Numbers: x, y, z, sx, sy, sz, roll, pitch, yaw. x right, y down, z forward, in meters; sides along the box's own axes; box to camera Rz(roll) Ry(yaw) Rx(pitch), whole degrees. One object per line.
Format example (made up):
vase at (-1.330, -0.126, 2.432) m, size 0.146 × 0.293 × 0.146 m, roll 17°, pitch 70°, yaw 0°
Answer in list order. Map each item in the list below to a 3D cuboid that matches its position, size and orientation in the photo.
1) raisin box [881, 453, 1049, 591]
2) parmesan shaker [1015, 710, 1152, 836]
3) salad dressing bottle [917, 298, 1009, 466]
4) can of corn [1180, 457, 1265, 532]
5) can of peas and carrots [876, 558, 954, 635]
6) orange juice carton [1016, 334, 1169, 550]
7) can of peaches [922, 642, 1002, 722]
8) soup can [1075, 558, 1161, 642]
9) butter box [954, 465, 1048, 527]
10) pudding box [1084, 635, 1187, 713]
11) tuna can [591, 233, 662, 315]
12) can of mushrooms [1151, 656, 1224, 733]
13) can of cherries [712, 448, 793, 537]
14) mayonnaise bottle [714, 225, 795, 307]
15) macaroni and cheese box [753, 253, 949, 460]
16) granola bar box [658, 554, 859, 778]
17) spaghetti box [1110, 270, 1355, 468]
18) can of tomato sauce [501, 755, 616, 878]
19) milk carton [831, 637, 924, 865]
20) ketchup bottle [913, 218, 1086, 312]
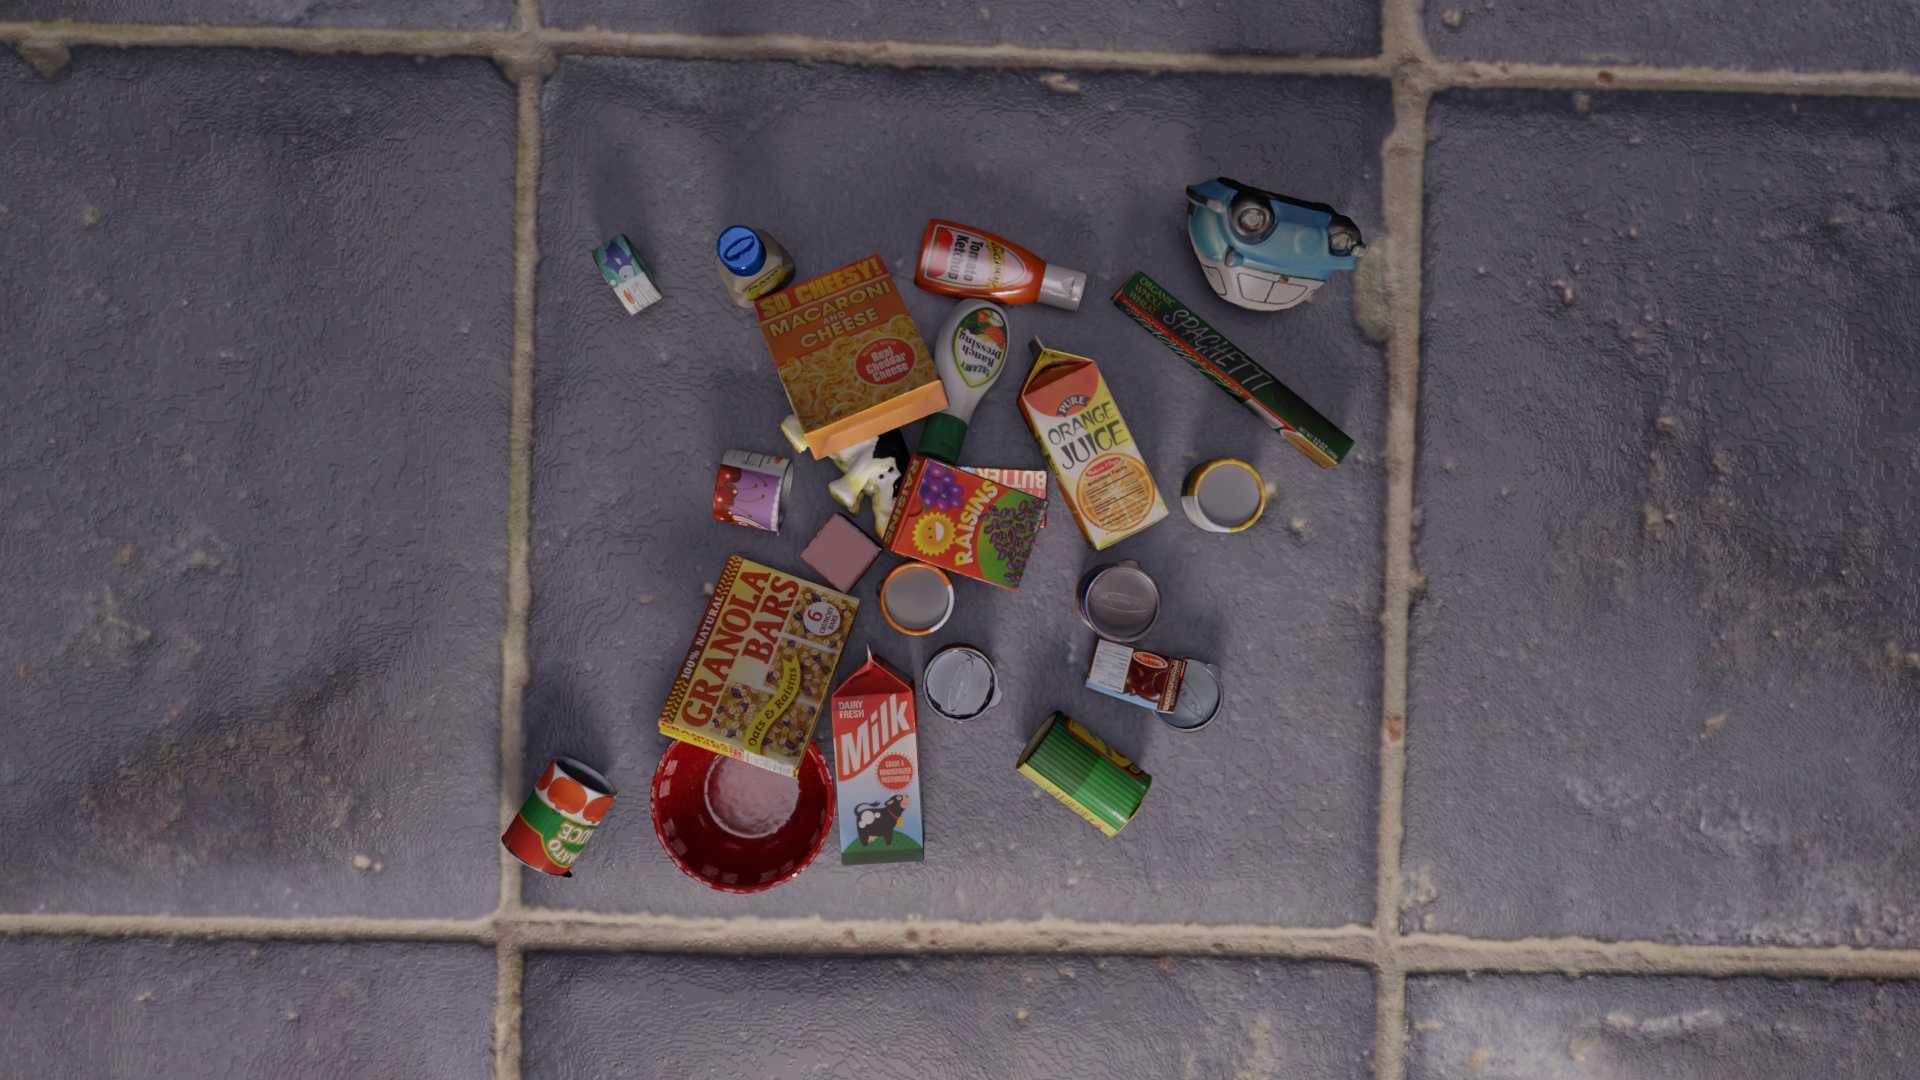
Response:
raisin box at (0.004, -0.015, 1.198) m, size 0.123 × 0.040 × 0.086 m, roll 19°, pitch 94°, yaw -22°
parmesan shaker at (0.109, 0.205, 1.230) m, size 0.103 × 0.071 × 0.071 m, roll 36°, pitch 90°, yaw -1°
salad dressing bottle at (0.000, -0.138, 1.223) m, size 0.064 × 0.044 × 0.148 m, roll 24°, pitch 75°, yaw -26°
can of corn at (0.235, -0.042, 1.238) m, size 0.071 × 0.058 × 0.071 m, roll 0°, pitch 91°, yaw -1°
can of peas and carrots at (-0.041, 0.049, 1.233) m, size 0.071 × 0.059 × 0.071 m, roll 0°, pitch 90°, yaw -1°
orange juice carton at (0.106, -0.092, 1.228) m, size 0.073 × 0.072 × 0.192 m, roll -27°, pitch 91°, yaw -1°
can of peaches at (0.001, 0.126, 1.234) m, size 0.071 × 0.058 × 0.071 m, roll 0°, pitch 90°, yaw -2°
soup can at (0.139, 0.051, 1.224) m, size 0.071 × 0.084 × 0.071 m, roll 0°, pitch 91°, yaw -1°
butter box at (0.027, -0.040, 1.251) m, size 0.103 × 0.024 × 0.053 m, roll 3°, pitch 91°, yaw -1°
pudding box at (0.154, 0.118, 1.228) m, size 0.084 × 0.030 × 0.049 m, roll 14°, pitch 89°, yaw 42°
tuna can at (-0.295, -0.237, 1.225) m, size 0.033 × 0.071 × 0.071 m, roll -31°, pitch 91°, yaw -1°
can of mushrooms at (0.203, 0.137, 1.250) m, size 0.071 × 0.033 × 0.071 m, roll 0°, pitch 90°, yaw 0°
can of cherries at (-0.183, -0.042, 1.226) m, size 0.058 × 0.071 × 0.071 m, roll 11°, pitch 90°, yaw -1°
mayonnaise bottle at (-0.179, -0.236, 1.184) m, size 0.065 × 0.148 × 0.041 m, roll -35°, pitch 91°, yaw 0°
macaroni and cheese box at (-0.097, -0.161, 1.196) m, size 0.124 × 0.040 × 0.167 m, roll -22°, pitch 55°, yaw -4°
granola bar box at (-0.172, 0.108, 1.204) m, size 0.124 × 0.039 × 0.166 m, roll 19°, pitch 60°, yaw 0°
spaghetti box at (0.242, -0.152, 1.242) m, size 0.250 × 0.050 × 0.028 m, roll 38°, pitch 88°, yaw -1°
can of tomato sauce at (-0.351, 0.243, 1.224) m, size 0.071 × 0.071 × 0.083 m, roll 32°, pitch 89°, yaw -1°
milk carton at (-0.073, 0.183, 1.226) m, size 0.073 × 0.072 × 0.190 m, roll -4°, pitch 90°, yaw -1°
ketchup bottle at (0.036, -0.240, 1.241) m, size 0.149 × 0.043 × 0.064 m, roll 14°, pitch 89°, yaw -2°
